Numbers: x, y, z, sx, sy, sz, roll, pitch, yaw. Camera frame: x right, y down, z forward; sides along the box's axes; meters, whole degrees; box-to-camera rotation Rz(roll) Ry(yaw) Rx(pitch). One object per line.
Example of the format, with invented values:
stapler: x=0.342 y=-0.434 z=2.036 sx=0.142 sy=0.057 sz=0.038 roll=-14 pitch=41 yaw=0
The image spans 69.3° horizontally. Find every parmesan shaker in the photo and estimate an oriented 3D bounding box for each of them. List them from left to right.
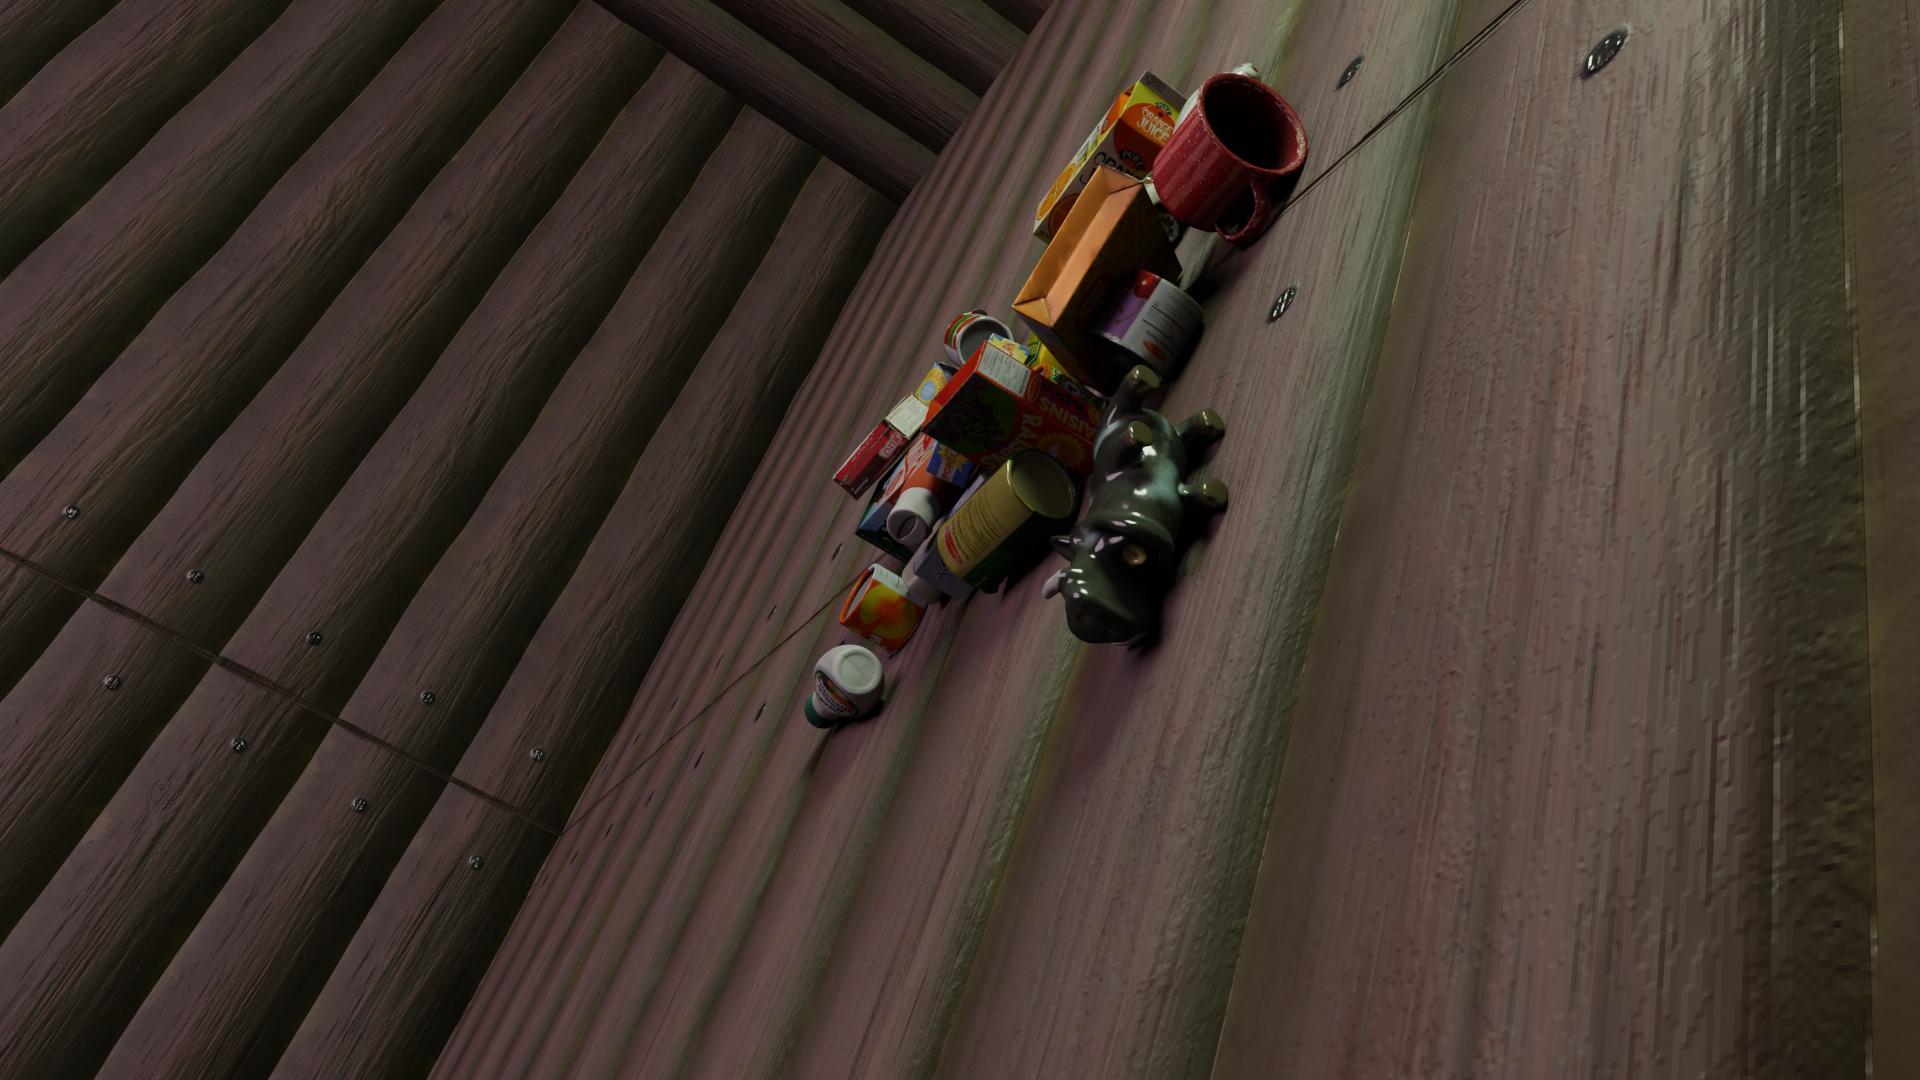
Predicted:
parmesan shaker: x=0.038 y=-0.014 z=1.058 sx=0.102 sy=0.071 sz=0.072 roll=-44 pitch=20 yaw=45

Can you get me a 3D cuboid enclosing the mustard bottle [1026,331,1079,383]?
mustard bottle: x=0.092 y=-0.194 z=1.228 sx=0.065 sy=0.049 sz=0.160 roll=165 pitch=123 yaw=-73

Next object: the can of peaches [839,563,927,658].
can of peaches: x=-0.072 y=0.065 z=1.283 sx=0.071 sy=0.058 sz=0.071 roll=-53 pitch=15 yaw=20

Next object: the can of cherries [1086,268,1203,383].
can of cherries: x=0.134 y=-0.157 z=1.016 sx=0.058 sy=0.071 sz=0.071 roll=-59 pitch=13 yaw=-1

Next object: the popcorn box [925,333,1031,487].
popcorn box: x=0.016 y=-0.110 z=1.163 sx=0.127 sy=0.038 sz=0.084 roll=-62 pitch=-5 yaw=-58

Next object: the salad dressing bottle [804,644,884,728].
salad dressing bottle: x=-0.110 y=0.138 z=1.264 sx=0.044 sy=0.064 sz=0.147 roll=-44 pitch=-3 yaw=-27

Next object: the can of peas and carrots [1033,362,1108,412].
can of peas and carrots: x=0.075 y=-0.104 z=1.126 sx=0.070 sy=0.058 sz=0.071 roll=-54 pitch=15 yaw=21

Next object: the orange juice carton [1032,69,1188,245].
orange juice carton: x=0.157 y=-0.376 z=1.400 sx=0.191 sy=0.072 sz=0.073 roll=-50 pitch=17 yaw=33

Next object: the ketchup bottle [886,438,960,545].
ketchup bottle: x=-0.024 y=-0.047 z=1.192 sx=0.064 sy=0.043 sz=0.149 roll=-53 pitch=5 yaw=34

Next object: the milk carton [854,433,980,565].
milk carton: x=-0.023 y=-0.056 z=1.338 sx=0.189 sy=0.072 sz=0.074 roll=-41 pitch=21 yaw=50

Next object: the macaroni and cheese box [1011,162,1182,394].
macaroni and cheese box: x=0.109 y=-0.192 z=1.056 sx=0.123 sy=0.040 sz=0.166 roll=-58 pitch=-22 yaw=0

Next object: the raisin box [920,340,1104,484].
raisin box: x=0.045 y=-0.087 z=1.061 sx=0.085 sy=0.123 sz=0.040 roll=-45 pitch=21 yaw=46

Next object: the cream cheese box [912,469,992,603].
cream cheese box: x=0.011 y=-0.003 z=1.146 sx=0.103 sy=0.053 sz=0.024 roll=-54 pitch=16 yaw=19

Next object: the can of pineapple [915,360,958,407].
can of pineapple: x=-0.016 y=-0.159 z=1.545 sx=0.057 sy=0.071 sz=0.071 roll=-56 pitch=14 yaw=14

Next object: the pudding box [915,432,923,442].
pudding box: x=-0.024 y=-0.094 z=1.475 sx=0.083 sy=0.049 sz=0.030 roll=-55 pitch=15 yaw=12

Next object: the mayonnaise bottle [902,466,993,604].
mayonnaise bottle: x=0.004 y=-0.015 z=1.226 sx=0.148 sy=0.041 sz=0.065 roll=-54 pitch=10 yaw=10

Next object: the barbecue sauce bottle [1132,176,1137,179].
barbecue sauce bottle: x=0.133 y=-0.282 z=1.341 sx=0.149 sy=0.043 sz=0.065 roll=-60 pitch=13 yaw=-9

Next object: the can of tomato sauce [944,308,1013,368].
can of tomato sauce: x=0.022 y=-0.221 z=1.554 sx=0.071 sy=0.071 sz=0.083 roll=-57 pitch=14 yaw=5
